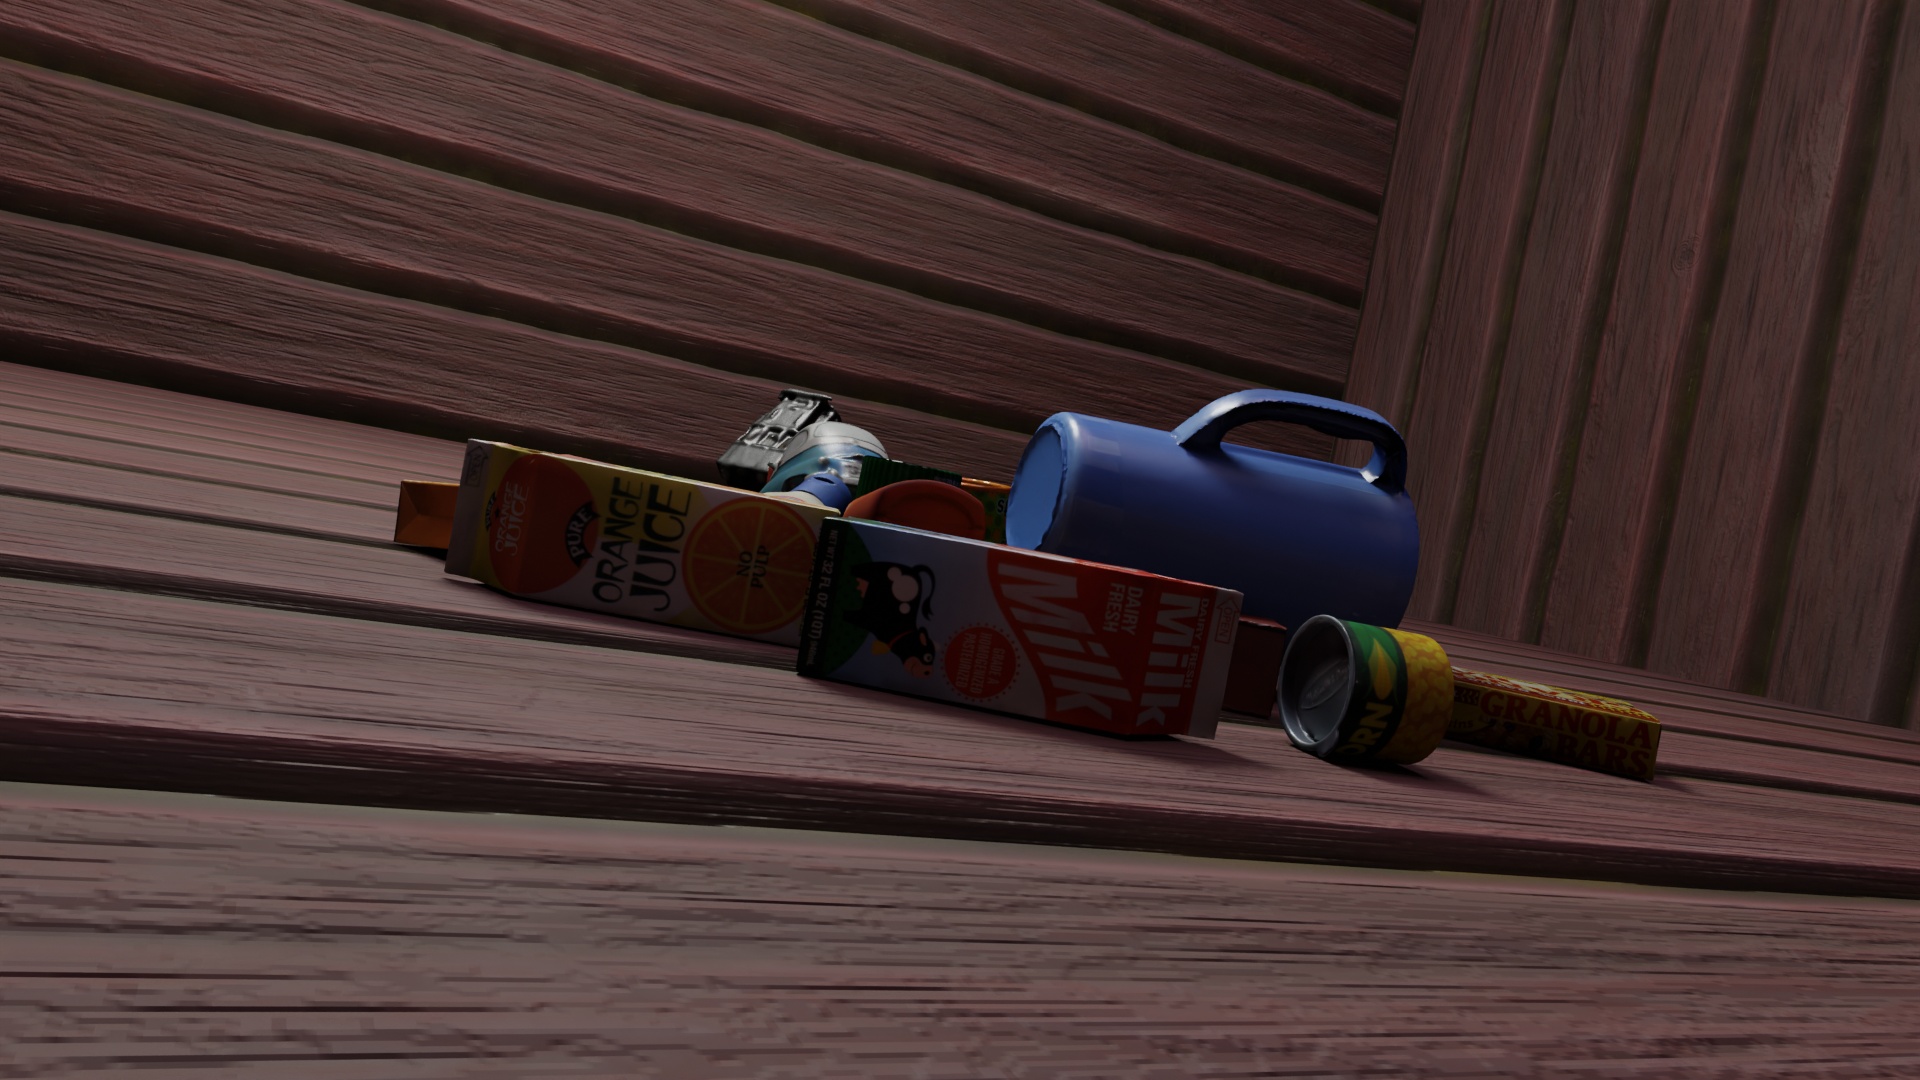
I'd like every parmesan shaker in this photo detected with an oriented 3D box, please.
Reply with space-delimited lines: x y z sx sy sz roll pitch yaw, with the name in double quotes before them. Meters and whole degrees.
"parmesan shaker" -0.041 0.001 0.887 0.071 0.103 0.071 11 2 0

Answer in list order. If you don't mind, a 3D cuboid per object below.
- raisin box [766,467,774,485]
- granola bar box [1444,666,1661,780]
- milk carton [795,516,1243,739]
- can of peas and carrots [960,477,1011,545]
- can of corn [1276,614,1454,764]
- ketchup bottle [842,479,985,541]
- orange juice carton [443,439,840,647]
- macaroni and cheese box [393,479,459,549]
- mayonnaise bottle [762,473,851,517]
"raisin box" -0.098 -0.009 1.105 0.123 0.086 0.040 9 -4 -42
"granola bar box" 0.347 0.108 0.895 0.165 0.039 0.124 11 2 14
"milk carton" 0.029 0.040 0.637 0.191 0.072 0.073 11 1 3
"can of peas and carrots" 0.003 -0.012 0.947 0.071 0.058 0.071 8 5 -1
"can of corn" 0.198 0.076 0.679 0.058 0.071 0.071 11 2 -17
"ketchup bottle" -0.039 -0.003 0.767 0.065 0.043 0.148 8 -7 -18
"orange juice carton" -0.162 0.000 0.714 0.193 0.071 0.073 11 1 -6
"macaroni and cheese box" -0.229 -0.006 0.836 0.123 0.040 0.166 5 -2 38
"mayonnaise bottle" -0.110 -0.002 0.835 0.065 0.041 0.149 16 25 13
